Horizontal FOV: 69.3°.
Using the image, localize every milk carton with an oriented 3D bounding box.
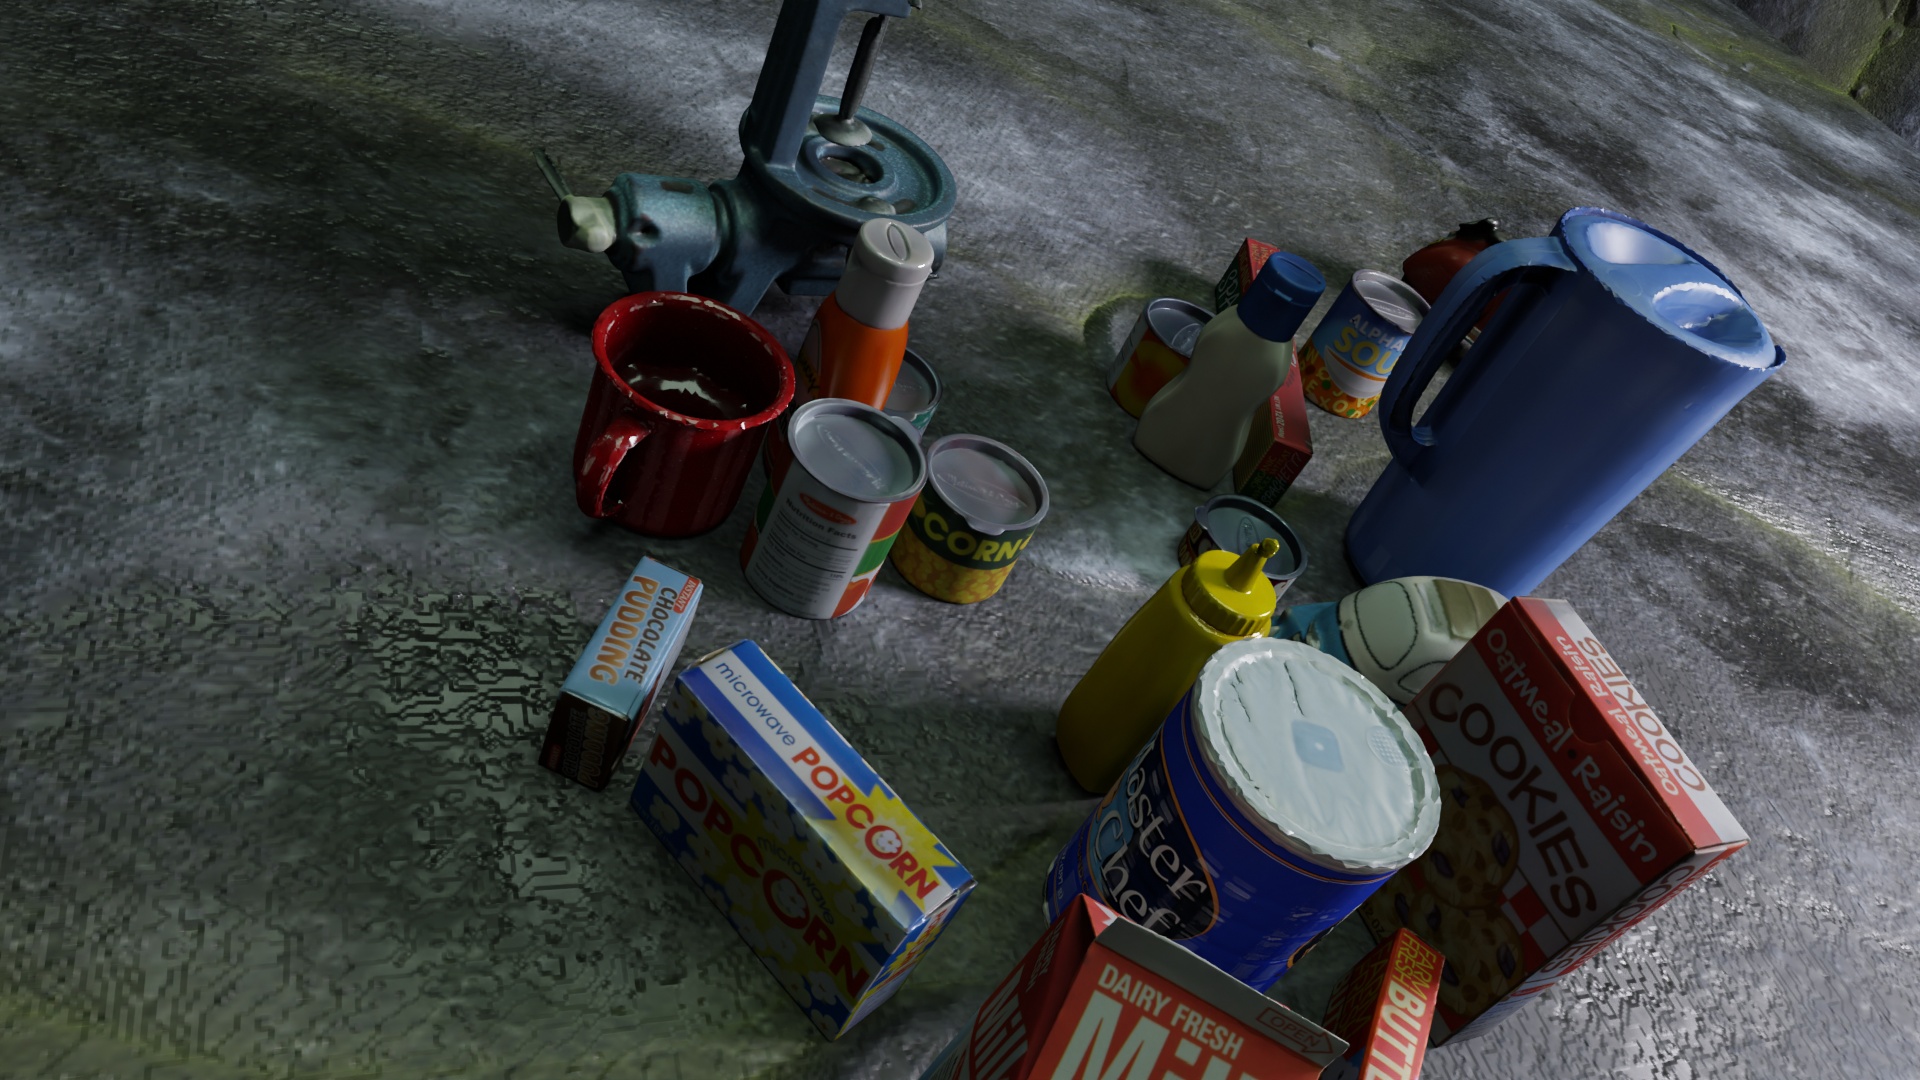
[{"bbox_3d":[0.035,0.176,0.418,0.072,0.189,0.074,29,40,0],"label":"milk carton"}]

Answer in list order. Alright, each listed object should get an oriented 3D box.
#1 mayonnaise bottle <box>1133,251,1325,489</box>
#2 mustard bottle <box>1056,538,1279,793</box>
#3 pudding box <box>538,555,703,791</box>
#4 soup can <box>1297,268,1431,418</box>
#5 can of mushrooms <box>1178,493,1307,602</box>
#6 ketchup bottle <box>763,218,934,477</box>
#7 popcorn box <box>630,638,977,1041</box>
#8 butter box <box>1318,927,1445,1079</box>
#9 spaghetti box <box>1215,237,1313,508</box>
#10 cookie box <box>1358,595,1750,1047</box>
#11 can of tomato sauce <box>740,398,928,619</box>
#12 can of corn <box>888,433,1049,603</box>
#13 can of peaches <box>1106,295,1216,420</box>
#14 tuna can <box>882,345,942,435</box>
[{"bbox_3d":[0.160,-0.100,0.815,0.065,0.147,0.041,33,40,5],"label":"mayonnaise bottle"},{"bbox_3d":[0.098,0.050,0.611,0.065,0.159,0.049,-7,51,-35],"label":"mustard bottle"},{"bbox_3d":[-0.135,0.052,0.560,0.030,0.049,0.084,25,40,-5],"label":"pudding box"},{"bbox_3d":[0.281,-0.135,0.971,0.071,0.083,0.072,16,41,-15],"label":"soup can"},{"bbox_3d":[0.158,0.007,0.790,0.071,0.033,0.071,16,41,-15],"label":"can of mushrooms"},{"bbox_3d":[-0.055,-0.086,0.675,0.043,0.148,0.065,5,45,-26],"label":"ketchup bottle"},{"bbox_3d":[-0.063,0.110,0.513,0.127,0.084,0.038,44,42,18],"label":"popcorn box"},{"bbox_3d":[0.165,0.210,0.564,0.024,0.052,0.104,34,40,6],"label":"butter box"},{"bbox_3d":[0.202,-0.121,0.937,0.029,0.050,0.251,20,41,-11],"label":"spaghetti box"},{"bbox_3d":[0.235,0.124,0.606,0.040,0.166,0.123,0,48,-30],"label":"cookie box"},{"bbox_3d":[-0.060,-0.015,0.648,0.071,0.082,0.071,16,41,-15],"label":"can of tomato sauce"},{"bbox_3d":[0.002,-0.009,0.697,0.071,0.058,0.071,16,41,-15],"label":"can of corn"},{"bbox_3d":[0.136,-0.111,0.882,0.071,0.057,0.071,16,41,-15],"label":"can of peaches"},{"bbox_3d":[-0.045,-0.079,0.763,0.071,0.032,0.071,16,41,-15],"label":"tuna can"}]
